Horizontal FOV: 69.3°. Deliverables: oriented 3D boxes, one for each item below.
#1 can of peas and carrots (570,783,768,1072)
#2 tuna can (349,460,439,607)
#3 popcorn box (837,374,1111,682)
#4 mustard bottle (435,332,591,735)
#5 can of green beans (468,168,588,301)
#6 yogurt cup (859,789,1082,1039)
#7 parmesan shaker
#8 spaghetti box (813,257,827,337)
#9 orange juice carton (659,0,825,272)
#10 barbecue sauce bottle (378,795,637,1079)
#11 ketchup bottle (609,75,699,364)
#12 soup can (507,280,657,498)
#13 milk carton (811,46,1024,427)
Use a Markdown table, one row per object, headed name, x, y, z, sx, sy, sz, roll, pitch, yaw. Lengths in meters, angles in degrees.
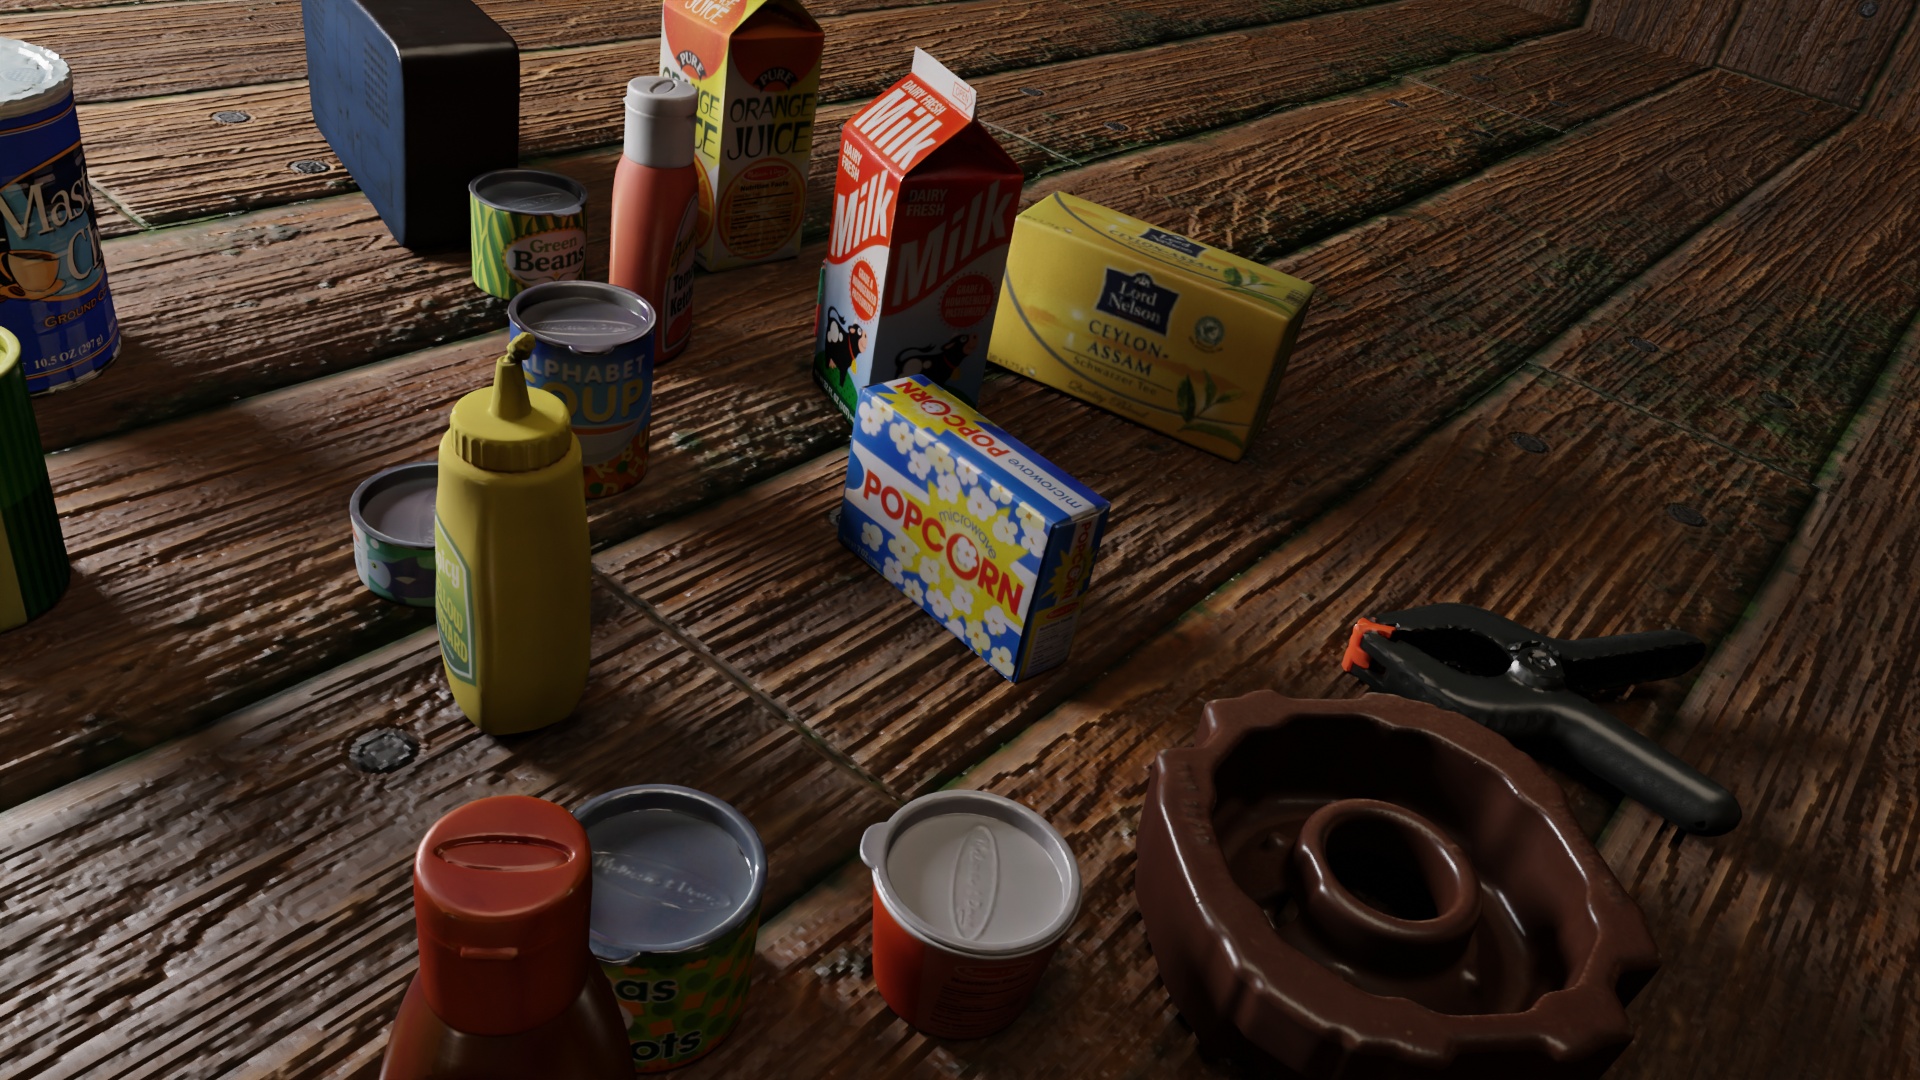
| name | x | y | z | sx | sy | sz | roll | pitch | yaw |
| --- | --- | --- | --- | --- | --- | --- | --- | --- | --- |
| can of peas and carrots | -0.096 | 0.121 | 0.427 | 0.071 | 0.058 | 0.071 | 8 | 34 | -5 |
| tuna can | -0.221 | -0.003 | 0.593 | 0.071 | 0.032 | 0.071 | 8 | 34 | -5 |
| popcorn box | 0.002 | -0.008 | 0.620 | 0.038 | 0.084 | 0.127 | -21 | 46 | -39 |
| mustard bottle | -0.162 | -0.005 | 0.499 | 0.049 | 0.159 | 0.065 | -14 | 41 | -33 |
| can of green beans | -0.254 | -0.180 | 0.819 | 0.071 | 0.057 | 0.071 | 8 | 34 | -5 |
| yogurt cup | 0.002 | 0.124 | 0.455 | 0.072 | 0.053 | 0.073 | 8 | 34 | -5 |
| parmesan shaker | -0.378 | -0.023 | 0.512 | 0.071 | 0.102 | 0.072 | 8 | 34 | -5 |
| spaghetti box | -0.035 | -0.198 | 0.919 | 0.029 | 0.049 | 0.251 | 18 | 34 | 10 |
| orange juice carton | -0.140 | -0.275 | 0.872 | 0.073 | 0.191 | 0.072 | -20 | 45 | -39 |
| barbecue sauce bottle | -0.109 | 0.126 | 0.334 | 0.065 | 0.147 | 0.044 | 5 | 34 | -9 |
| ketchup bottle | -0.166 | -0.174 | 0.756 | 0.043 | 0.148 | 0.065 | 13 | 34 | 2 |
| soup can | -0.179 | -0.070 | 0.658 | 0.071 | 0.083 | 0.072 | 8 | 34 | -5 |
| milk carton | -0.023 | -0.155 | 0.735 | 0.073 | 0.189 | 0.072 | -9 | 39 | -28 |
